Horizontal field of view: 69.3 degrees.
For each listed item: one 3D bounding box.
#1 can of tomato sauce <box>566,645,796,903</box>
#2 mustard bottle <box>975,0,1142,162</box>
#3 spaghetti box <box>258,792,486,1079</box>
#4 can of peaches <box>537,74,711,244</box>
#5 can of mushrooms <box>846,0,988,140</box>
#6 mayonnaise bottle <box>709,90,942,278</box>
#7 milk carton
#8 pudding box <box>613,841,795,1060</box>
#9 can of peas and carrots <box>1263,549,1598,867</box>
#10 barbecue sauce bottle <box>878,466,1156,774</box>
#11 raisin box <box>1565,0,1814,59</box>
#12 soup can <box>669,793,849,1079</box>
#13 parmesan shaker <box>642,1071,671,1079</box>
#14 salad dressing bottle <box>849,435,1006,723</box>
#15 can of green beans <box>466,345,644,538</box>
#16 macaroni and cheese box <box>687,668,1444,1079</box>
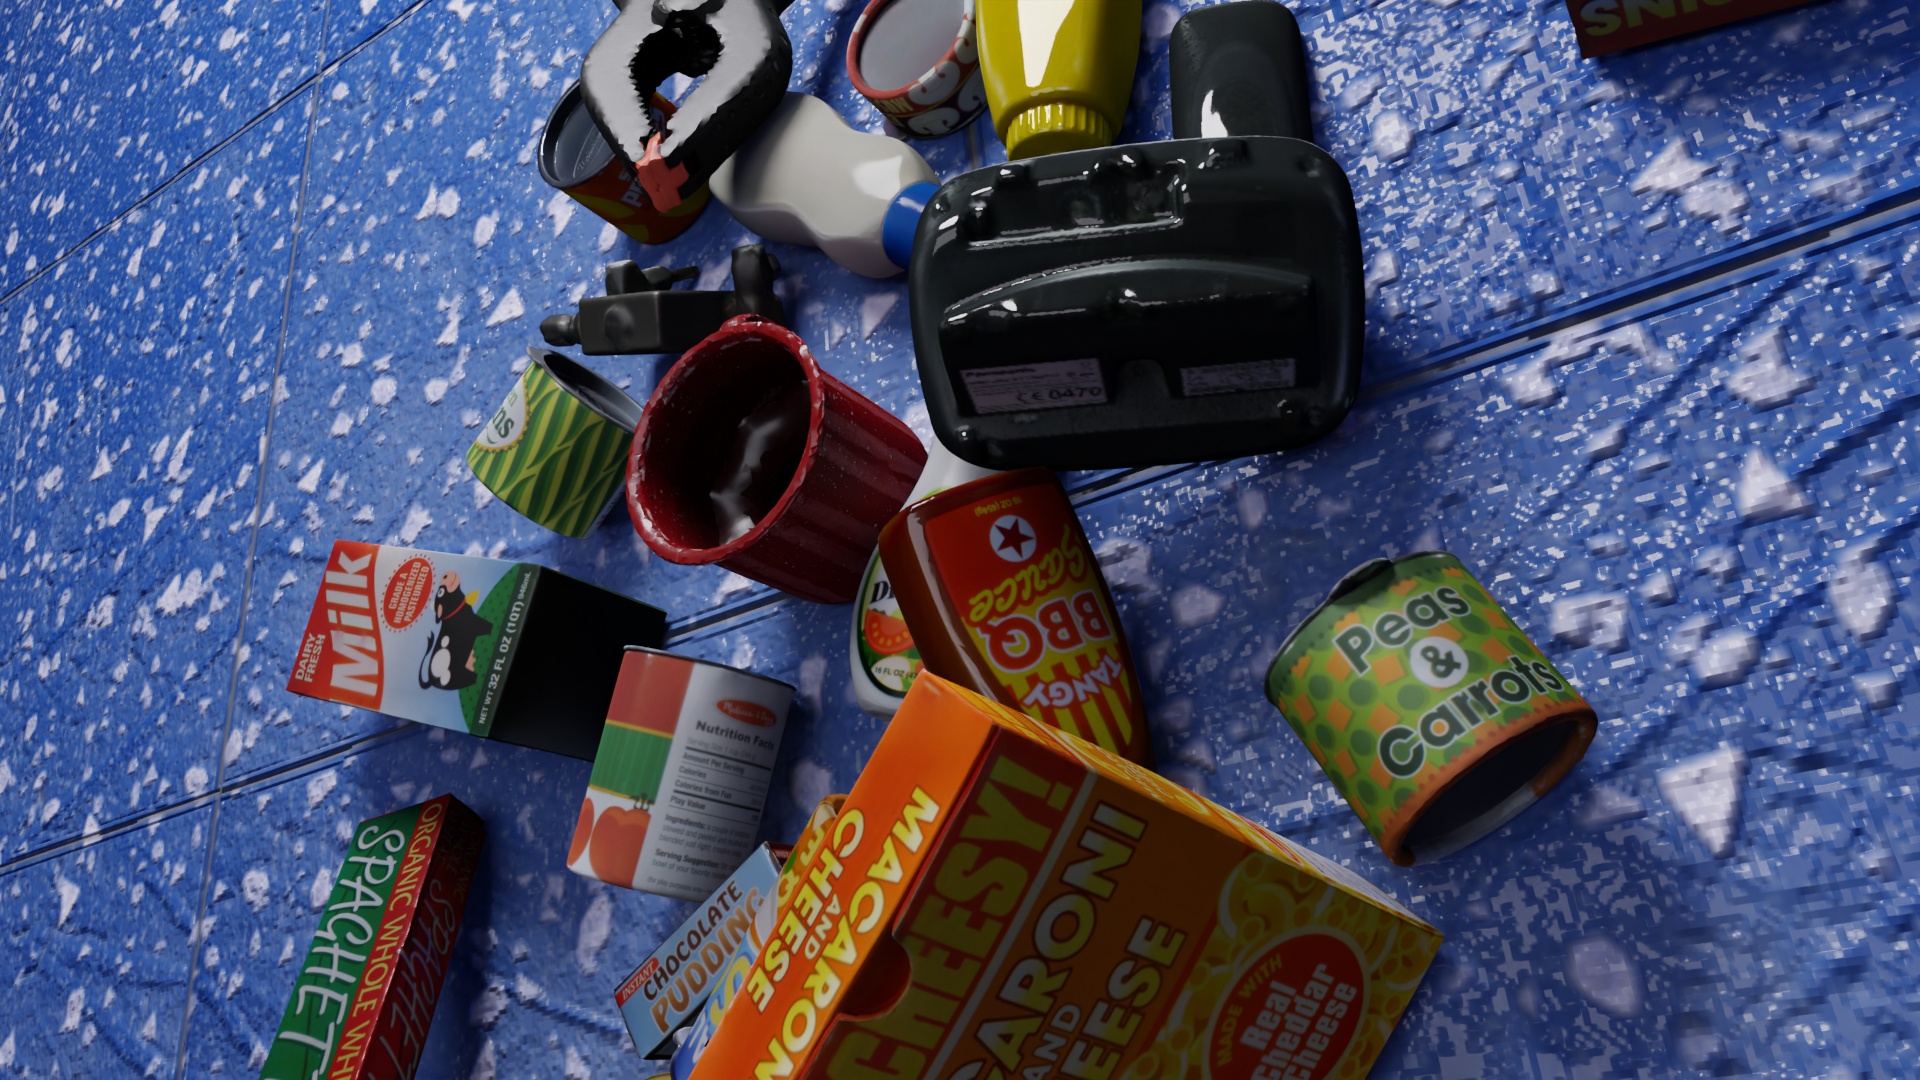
[{"bbox_3d":[-0.105,0.088,0.519,0.071,0.071,0.083,4,75,36],"label":"can of tomato sauce"},{"bbox_3d":[0.038,-0.190,0.541,0.065,0.049,0.161,-10,67,32],"label":"mustard bottle"},{"bbox_3d":[-0.231,0.198,0.516,0.050,0.028,0.251,-19,35,10],"label":"spaghetti box"},{"bbox_3d":[-0.157,-0.184,0.667,0.071,0.058,0.071,-13,65,30],"label":"can of peaches"},{"bbox_3d":[-0.015,-0.207,0.594,0.071,0.033,0.071,-12,66,30],"label":"can of mushrooms"},{"bbox_3d":[-0.042,-0.143,0.583,0.148,0.041,0.065,33,86,37],"label":"mayonnaise bottle"},{"bbox_3d":[-0.228,0.046,0.615,0.190,0.073,0.072,5,76,36],"label":"milk carton"},{"bbox_3d":[-0.073,0.144,0.485,0.083,0.049,0.030,-45,55,13],"label":"pudding box"},{"bbox_3d":[0.126,0.044,0.374,0.071,0.071,0.059,-42,54,14],"label":"can of peas and carrots"},{"bbox_3d":[0.029,0.053,0.431,0.149,0.065,0.043,67,152,13],"label":"barbecue sauce bottle"},{"bbox_3d":[0.231,-0.219,0.426,0.086,0.040,0.124,-5,68,32],"label":"raisin box"},{"bbox_3d":[-0.032,0.120,0.379,0.071,0.071,0.083,29,90,38],"label":"soup can"},{"bbox_3d":[-0.057,0.194,0.419,0.071,0.103,0.071,-13,65,31],"label":"parmesan shaker"},{"bbox_3d":[0.002,-0.006,0.495,0.064,0.044,0.148,6,75,24],"label":"salad dressing bottle"},{"bbox_3d":[-0.176,-0.043,0.618,0.057,0.071,0.071,-52,52,8],"label":"can of green beans"},{"bbox_3d":[0.032,0.120,0.346,0.123,0.166,0.040,-61,31,0],"label":"macaroni and cheese box"}]
